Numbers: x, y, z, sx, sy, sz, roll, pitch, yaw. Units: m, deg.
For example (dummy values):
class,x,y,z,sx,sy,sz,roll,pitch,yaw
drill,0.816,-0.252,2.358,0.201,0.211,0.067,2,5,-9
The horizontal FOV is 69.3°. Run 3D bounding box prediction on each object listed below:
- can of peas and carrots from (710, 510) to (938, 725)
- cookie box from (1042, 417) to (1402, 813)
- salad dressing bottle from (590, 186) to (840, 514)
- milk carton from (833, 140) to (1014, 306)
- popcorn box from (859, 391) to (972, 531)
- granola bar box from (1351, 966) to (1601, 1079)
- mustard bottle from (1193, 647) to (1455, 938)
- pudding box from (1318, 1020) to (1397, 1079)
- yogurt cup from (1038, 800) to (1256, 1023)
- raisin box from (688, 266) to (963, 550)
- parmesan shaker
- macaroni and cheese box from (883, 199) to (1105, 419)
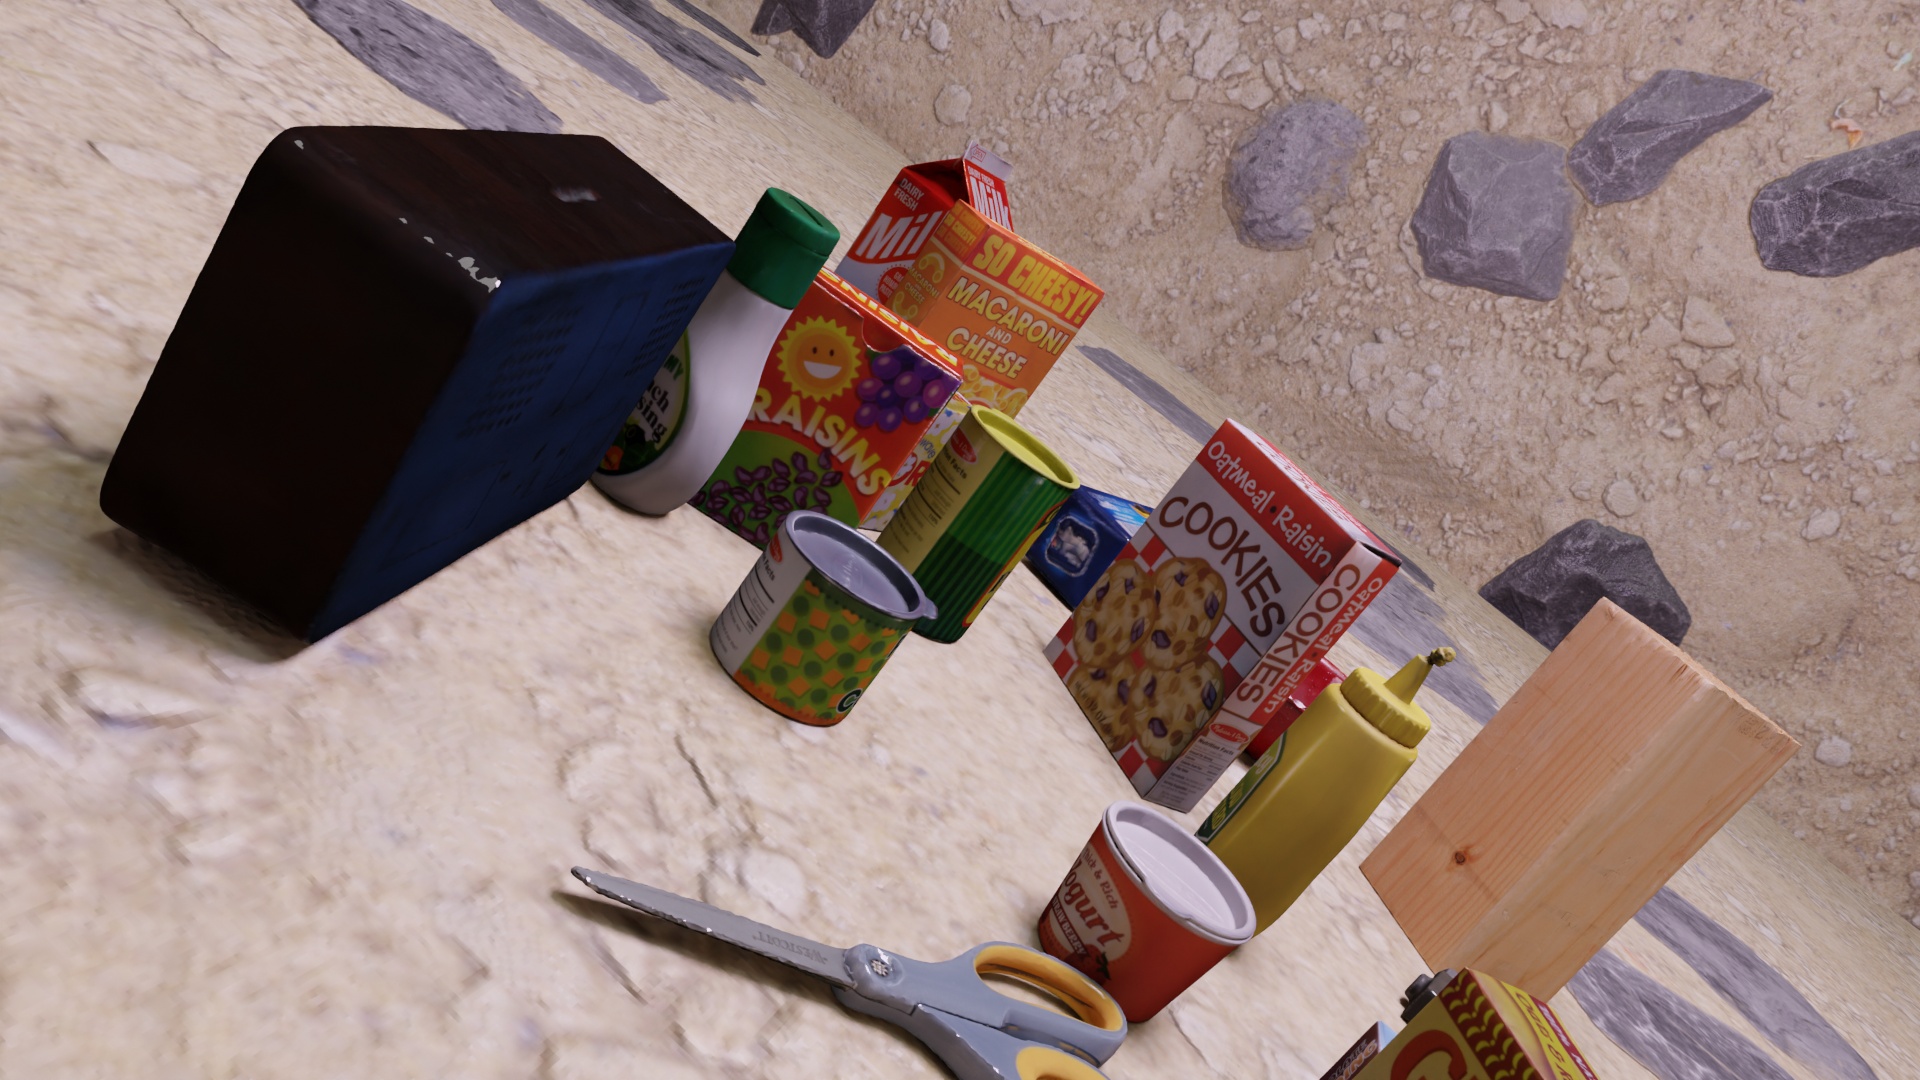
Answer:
class,x,y,z,sx,sy,sz,roll,pitch,yaw
can of peas and carrots,-0.054,0.032,0.550,0.071,0.058,0.071,33,16,-11
cookie box,0.129,0.036,0.718,0.040,0.167,0.123,25,20,-36
salad dressing bottle,-0.106,-0.080,0.596,0.044,0.147,0.064,18,24,-49
milk carton,-0.030,-0.197,0.997,0.073,0.190,0.072,43,17,20
popcorn box,-0.053,-0.052,0.737,0.038,0.085,0.127,45,18,28
granola bar box,0.132,0.206,0.330,0.039,0.124,0.166,30,17,-22
mustard bottle,0.155,0.103,0.600,0.049,0.159,0.065,38,16,6
pudding box,0.167,0.220,0.498,0.084,0.049,0.030,38,16,6
yogurt cup,0.066,0.138,0.510,0.072,0.053,0.072,33,16,-11
raisin box,-0.067,-0.054,0.647,0.086,0.123,0.040,34,16,-10
parmesan shaker,0.002,-0.009,0.699,0.071,0.103,0.071,33,16,-11
macaroni and cheese box,-0.002,-0.118,0.879,0.124,0.166,0.040,18,24,-48
